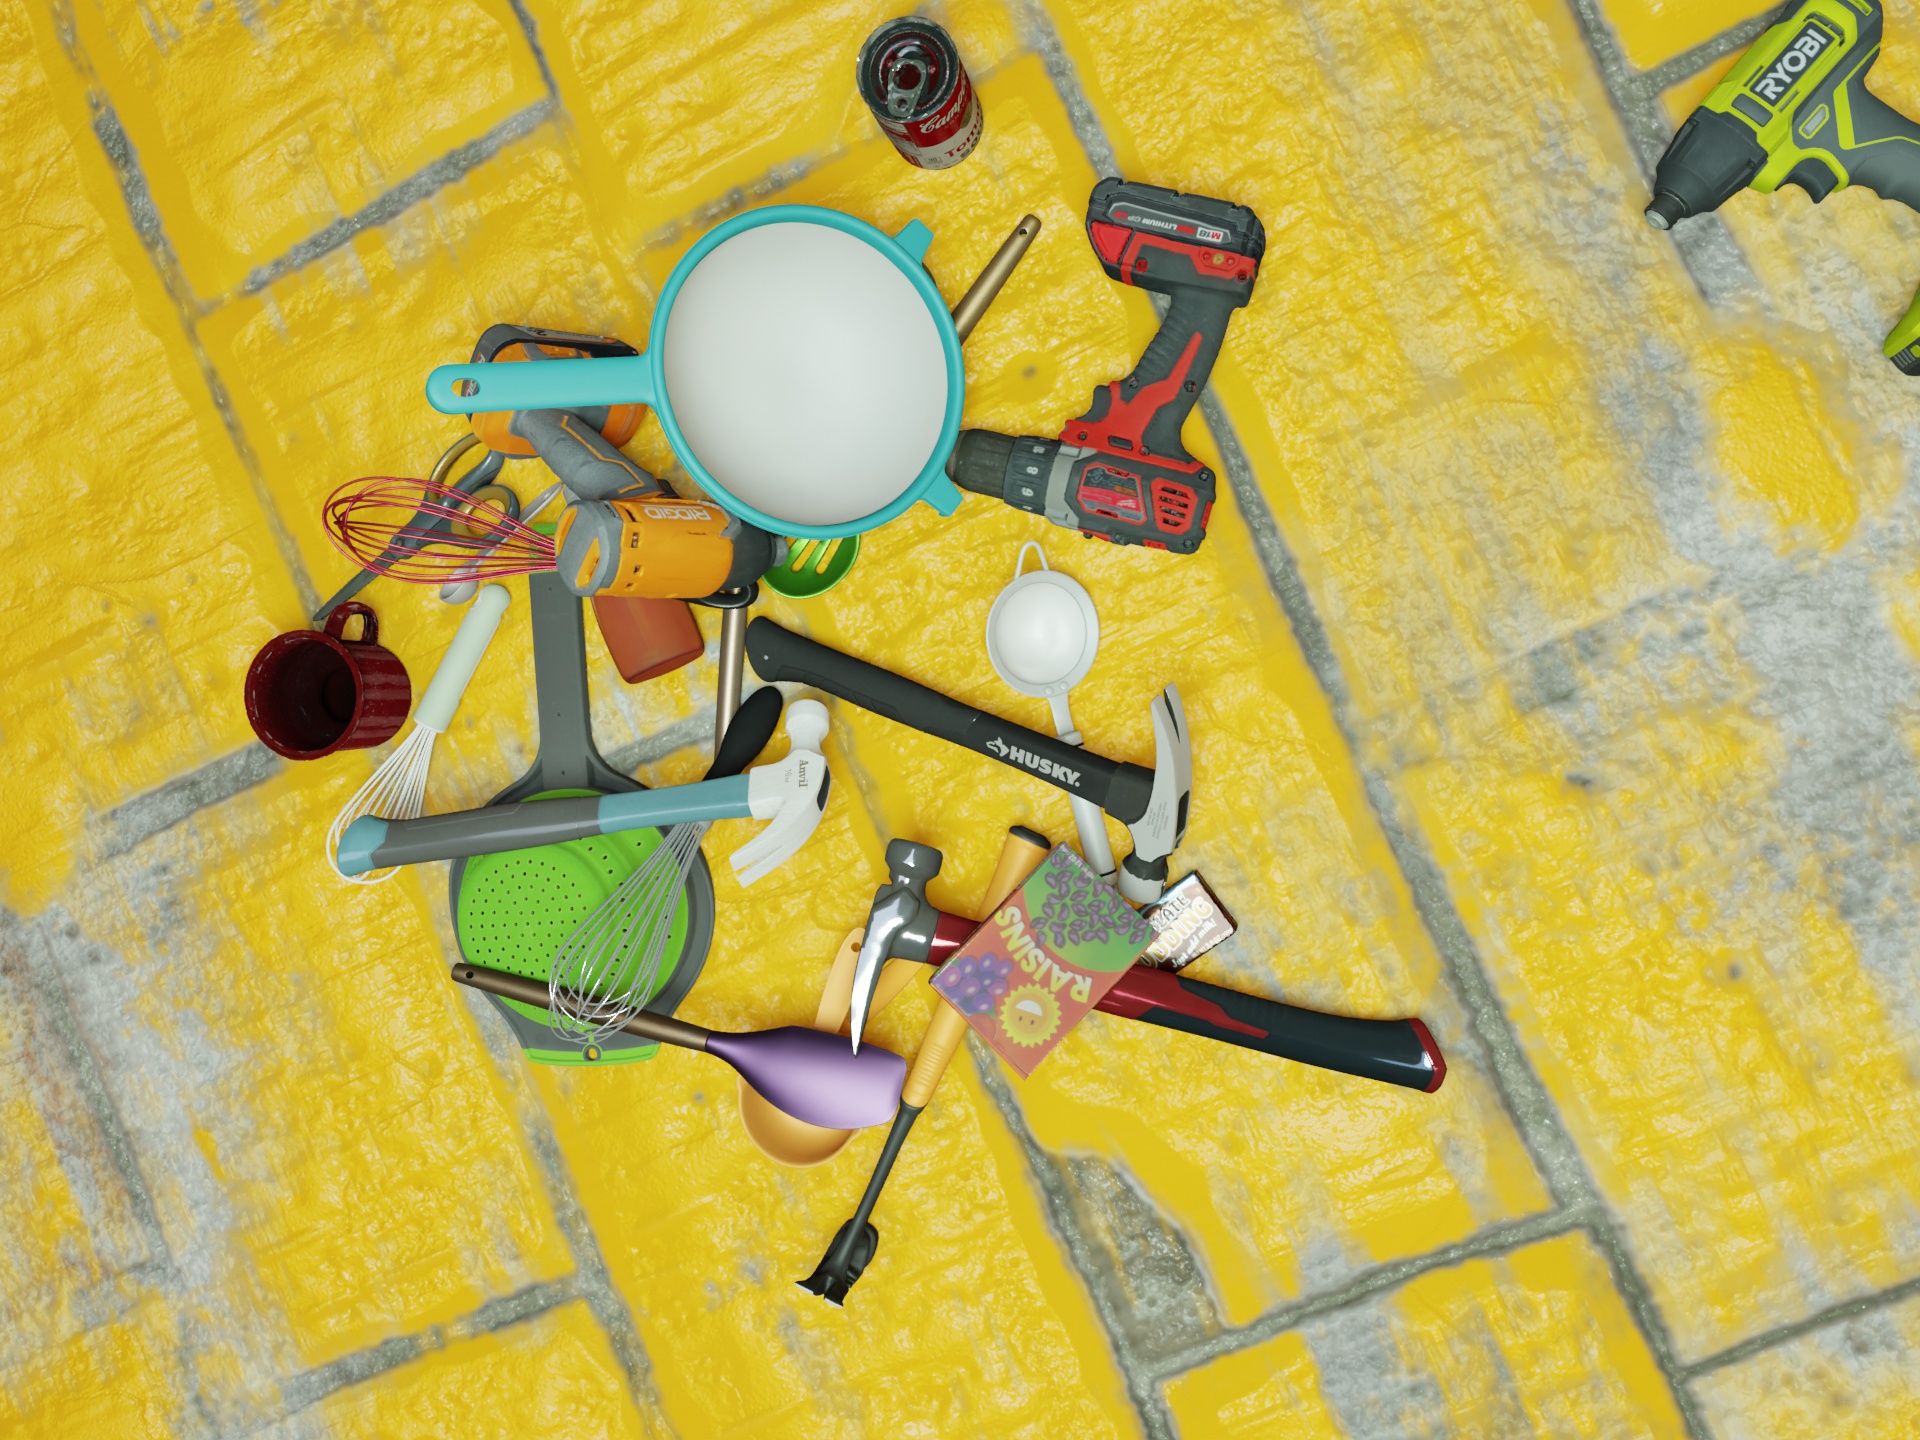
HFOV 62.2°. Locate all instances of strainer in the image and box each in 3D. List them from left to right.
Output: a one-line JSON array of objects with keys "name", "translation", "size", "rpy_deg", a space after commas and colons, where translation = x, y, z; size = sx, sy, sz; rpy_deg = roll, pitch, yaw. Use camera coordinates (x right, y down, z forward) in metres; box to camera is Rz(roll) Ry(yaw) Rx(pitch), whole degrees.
[{"name": "strainer", "translation": [-0.168, -0.212, 1.017], "size": [0.340, 0.095, 0.211], "rpy_deg": [-8, 94, -23]}, {"name": "strainer", "translation": [0.069, 0.007, 1.084], "size": [0.087, 0.050, 0.258], "rpy_deg": [-16, 94, -23]}]

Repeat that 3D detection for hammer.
[{"name": "hammer", "translation": [-0.249, 0.063, 1.052], "size": [0.331, 0.033, 0.128], "rpy_deg": [-8, 49, 5]}, {"name": "hammer", "translation": [-0.020, 0.228, 1.073], "size": [0.034, 0.127, 0.337], "rpy_deg": [24, 89, 8]}, {"name": "hammer", "translation": [-0.002, -0.003, 1.063], "size": [0.335, 0.035, 0.146], "rpy_deg": [22, 122, 21]}, {"name": "hammer", "translation": [0.122, 0.194, 1.032], "size": [0.386, 0.038, 0.143], "rpy_deg": [15, 81, -1]}]

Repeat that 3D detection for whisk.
[{"name": "whisk", "translation": [-0.394, 0.010, 1.171], "size": [0.059, 0.058, 0.246], "rpy_deg": [27, 93, -26]}, {"name": "whisk", "translation": [-0.284, -0.114, 1.086], "size": [0.295, 0.073, 0.073], "rpy_deg": [10, 93, -6]}, {"name": "whisk", "translation": [-0.193, 0.090, 1.072], "size": [0.070, 0.070, 0.285], "rpy_deg": [23, 63, 9]}]

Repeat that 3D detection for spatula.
[{"name": "spatula", "translation": [-0.191, 0.208, 1.052], "size": [0.316, 0.018, 0.060], "rpy_deg": [14, 76, 9]}]

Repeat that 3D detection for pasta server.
[{"name": "pasta server", "translation": [-0.162, -0.112, 1.126], "size": [0.060, 0.040, 0.316], "rpy_deg": [6, 94, 31]}]

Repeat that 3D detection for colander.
[{"name": "colander", "translation": [-0.291, 0.055, 1.123], "size": [0.204, 0.094, 0.397], "rpy_deg": [-4, 90, 10]}]

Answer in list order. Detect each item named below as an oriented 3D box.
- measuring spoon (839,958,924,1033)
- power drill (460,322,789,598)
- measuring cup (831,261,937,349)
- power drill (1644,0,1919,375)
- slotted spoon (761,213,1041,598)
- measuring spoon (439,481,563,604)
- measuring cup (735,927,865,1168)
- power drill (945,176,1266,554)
[{"name": "measuring spoon", "translation": [-0.046, 0.181, 1.121], "size": [0.117, 0.011, 0.021], "rpy_deg": [-45, 83, 8]}, {"name": "power drill", "translation": [-0.222, -0.167, 1.067], "size": [0.227, 0.164, 0.084], "rpy_deg": [52, 126, 29]}, {"name": "measuring cup", "translation": [-0.100, -0.286, 1.110], "size": [0.167, 0.038, 0.083], "rpy_deg": [-11, 89, 8]}, {"name": "power drill", "translation": [0.552, -0.322, 0.974], "size": [0.223, 0.080, 0.171], "rpy_deg": [42, 97, 11]}, {"name": "slotted spoon", "translation": [-0.039, -0.218, 1.108], "size": [0.070, 0.031, 0.314], "rpy_deg": [36, 95, 2]}, {"name": "measuring spoon", "translation": [-0.333, -0.128, 1.168], "size": [0.124, 0.034, 0.018], "rpy_deg": [-43, 125, 3]}, {"name": "measuring cup", "translation": [-0.092, 0.224, 1.111], "size": [0.095, 0.052, 0.173], "rpy_deg": [20, 92, 10]}, {"name": "power drill", "translation": [0.096, -0.236, 1.059], "size": [0.188, 0.080, 0.226], "rpy_deg": [15, 97, 10]}]
